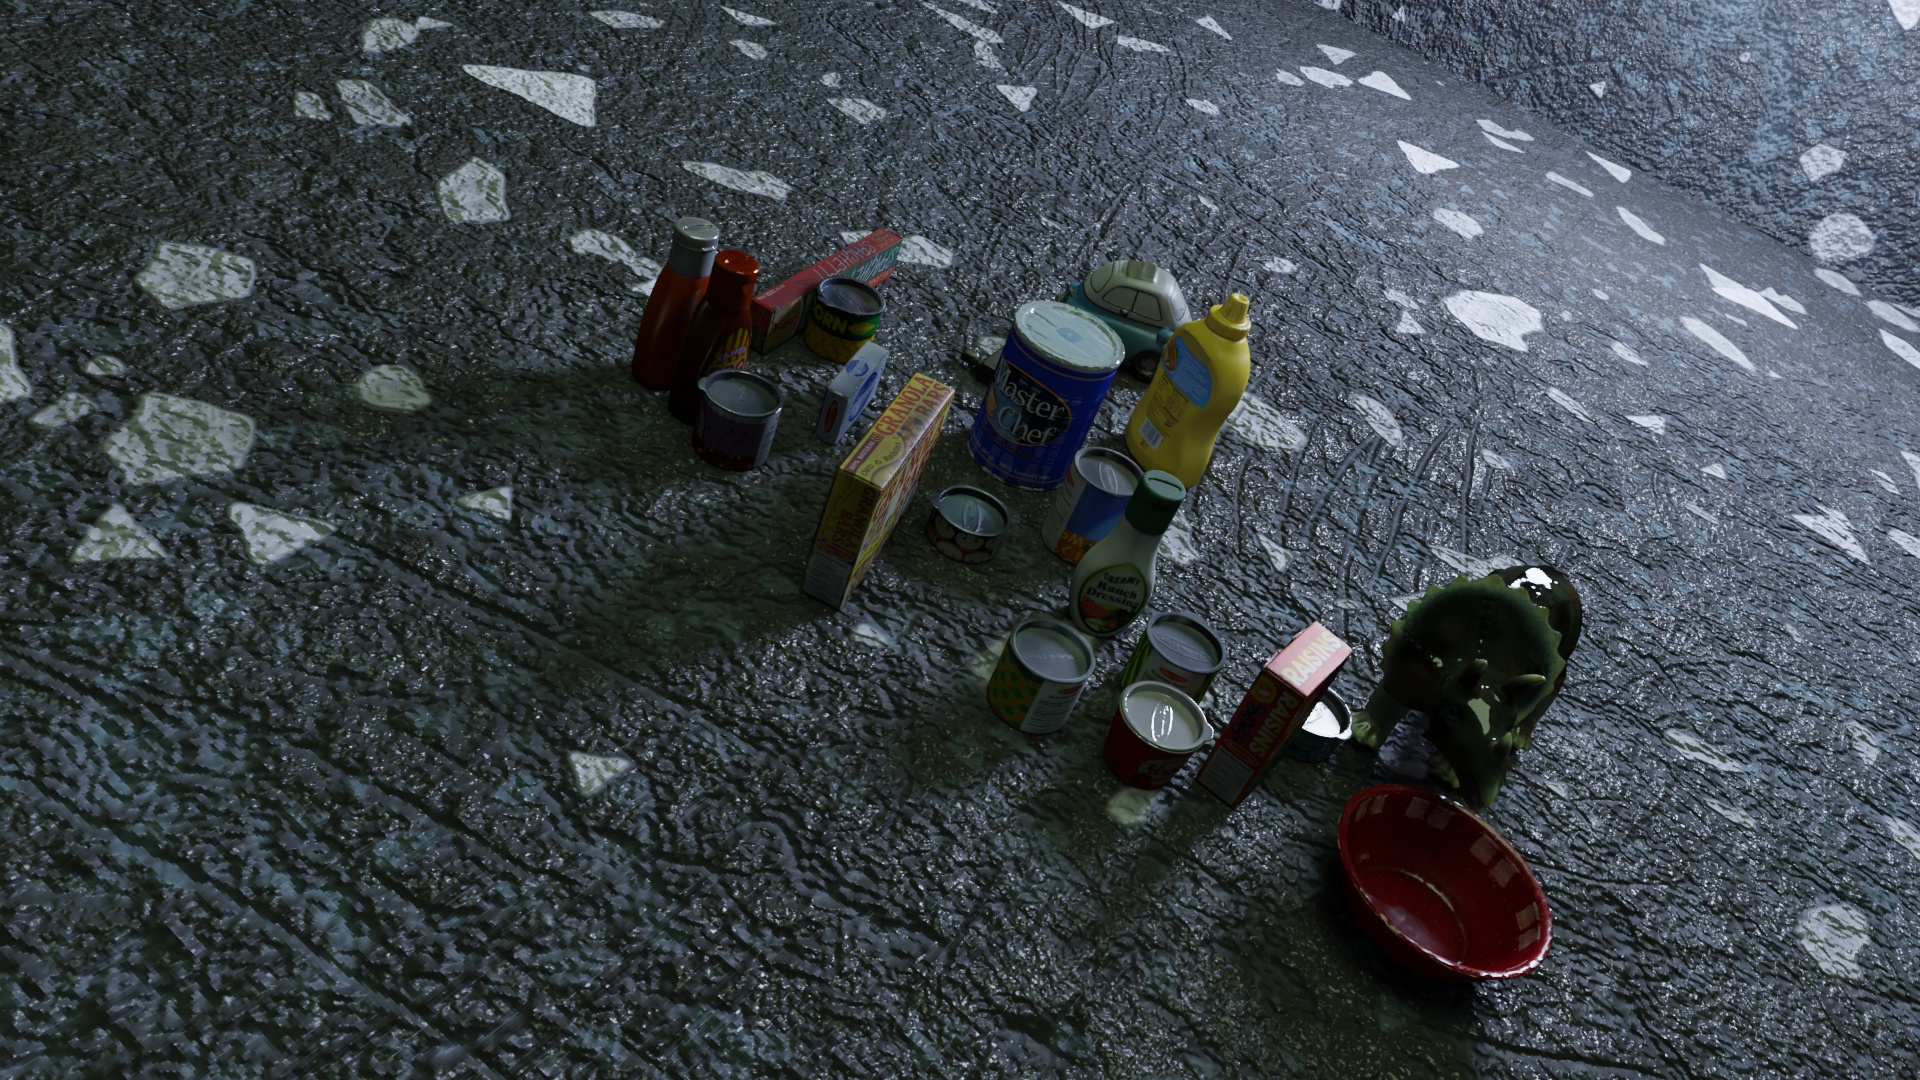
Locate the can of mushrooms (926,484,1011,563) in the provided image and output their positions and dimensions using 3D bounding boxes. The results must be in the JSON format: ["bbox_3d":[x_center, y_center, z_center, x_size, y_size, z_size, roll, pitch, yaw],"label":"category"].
[{"bbox_3d":[0.004,-0.015,1.162,0.071,0.033,0.071,14,37,-11],"label":"can of mushrooms"}]

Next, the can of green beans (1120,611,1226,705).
[{"bbox_3d":[0.165,0.099,1.082,0.071,0.057,0.071,14,37,-11],"label":"can of green beans"}]

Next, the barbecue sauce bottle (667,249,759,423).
[{"bbox_3d":[-0.201,-0.169,1.154,0.044,0.147,0.065,38,39,20],"label":"barbecue sauce bottle"}]

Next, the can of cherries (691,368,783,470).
[{"bbox_3d":[-0.188,-0.101,1.151,0.071,0.058,0.072,14,37,-11],"label":"can of cherries"}]

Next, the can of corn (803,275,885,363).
[{"bbox_3d":[-0.113,-0.210,1.325,0.071,0.058,0.071,14,37,-11],"label":"can of corn"}]

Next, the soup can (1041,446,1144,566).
[{"bbox_3d":[0.116,-0.027,1.193,0.071,0.083,0.072,14,37,-11],"label":"soup can"}]

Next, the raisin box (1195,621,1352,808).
[{"bbox_3d":[0.230,0.128,1.024,0.040,0.122,0.086,38,39,20],"label":"raisin box"}]

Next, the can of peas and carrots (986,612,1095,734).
[{"bbox_3d":[0.058,0.098,1.027,0.071,0.058,0.071,14,37,-11],"label":"can of peas and carrots"}]

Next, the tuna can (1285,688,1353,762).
[{"bbox_3d":[0.275,0.143,1.103,0.071,0.032,0.071,14,37,-11],"label":"tuna can"}]

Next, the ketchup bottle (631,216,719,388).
[{"bbox_3d":[-0.236,-0.200,1.175,0.065,0.148,0.043,-20,53,-42],"label":"ketchup bottle"}]

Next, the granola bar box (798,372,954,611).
[{"bbox_3d":[-0.065,-0.041,1.085,0.039,0.123,0.166,25,37,4],"label":"granola bar box"}]

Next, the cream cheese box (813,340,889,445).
[{"bbox_3d":[-0.098,-0.133,1.241,0.024,0.053,0.104,25,37,3],"label":"cream cheese box"}]

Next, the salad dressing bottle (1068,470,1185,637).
[{"bbox_3d":[0.133,0.011,1.100,0.064,0.146,0.044,17,37,-7],"label":"salad dressing bottle"}]

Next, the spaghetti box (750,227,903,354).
[{"bbox_3d":[-0.132,-0.251,1.374,0.029,0.050,0.251,31,37,11],"label":"spaghetti box"}]

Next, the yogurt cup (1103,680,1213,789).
[{"bbox_3d":[0.139,0.144,1.015,0.072,0.053,0.073,14,37,-11],"label":"yogurt cup"}]
